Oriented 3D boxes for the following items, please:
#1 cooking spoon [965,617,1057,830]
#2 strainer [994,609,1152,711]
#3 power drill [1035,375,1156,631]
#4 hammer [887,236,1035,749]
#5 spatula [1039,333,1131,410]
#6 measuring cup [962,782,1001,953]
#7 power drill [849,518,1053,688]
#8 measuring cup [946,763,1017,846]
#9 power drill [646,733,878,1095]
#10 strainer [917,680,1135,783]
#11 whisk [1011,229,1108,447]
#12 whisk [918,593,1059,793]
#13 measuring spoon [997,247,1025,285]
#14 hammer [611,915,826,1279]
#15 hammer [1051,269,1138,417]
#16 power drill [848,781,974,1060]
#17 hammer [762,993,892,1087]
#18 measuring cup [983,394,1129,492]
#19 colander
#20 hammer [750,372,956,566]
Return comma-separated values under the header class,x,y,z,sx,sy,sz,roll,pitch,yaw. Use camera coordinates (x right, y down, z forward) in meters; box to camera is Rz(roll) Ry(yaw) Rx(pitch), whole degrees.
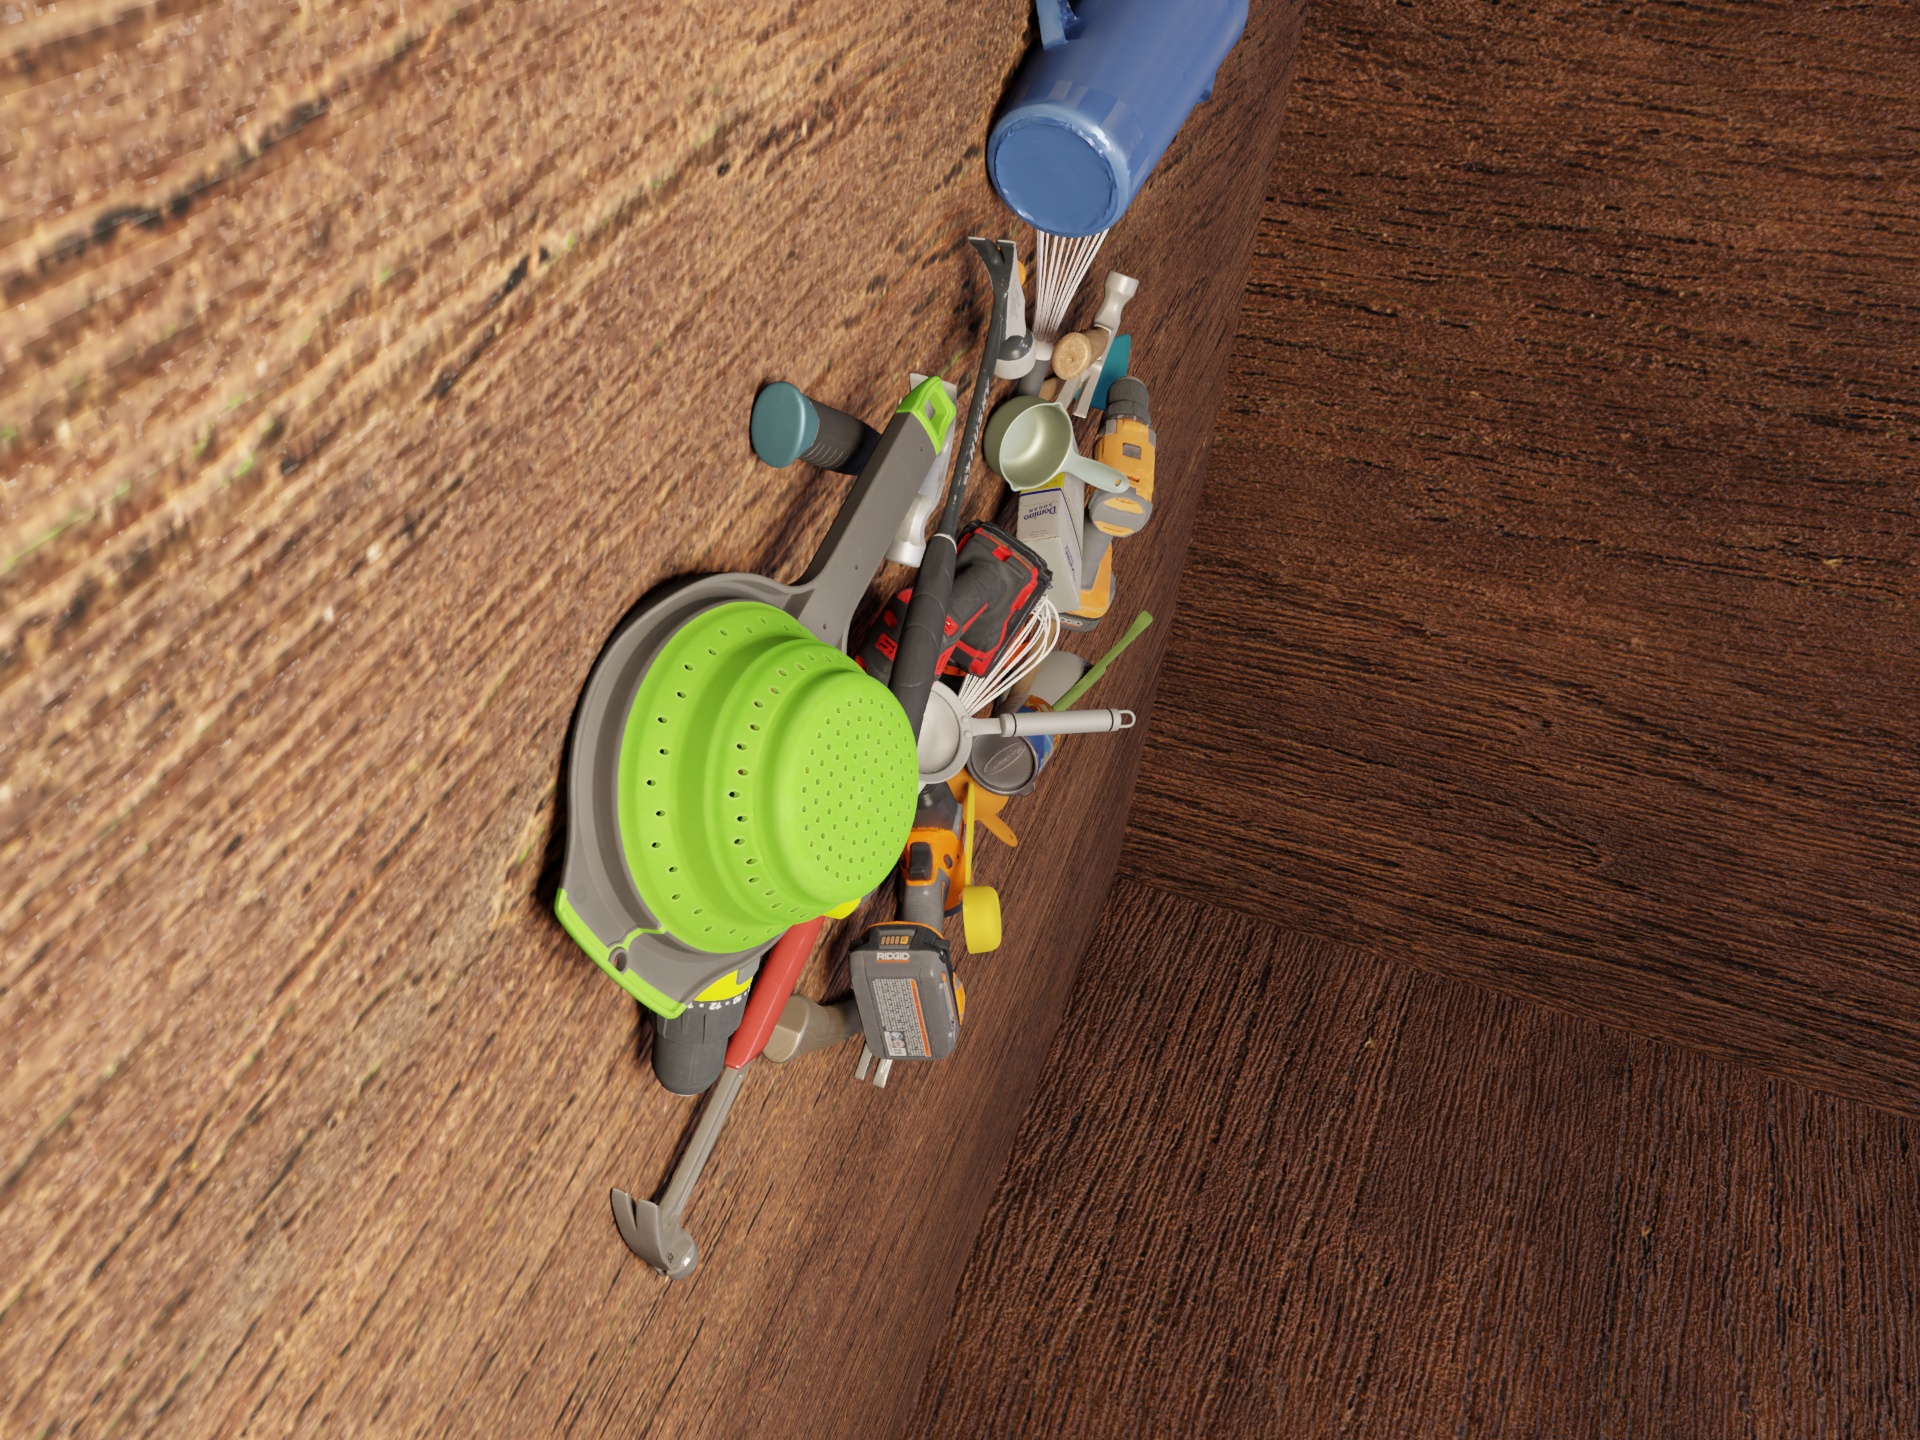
class,x,y,z,sx,sy,sz,roll,pitch,yaw
cooking spoon,0.026,0.039,1.539,0.069,0.017,0.318,-24,143,-60
strainer,0.108,-0.055,1.688,0.151,0.069,0.256,-41,176,-46
power drill,0.139,-0.221,1.609,0.226,0.084,0.186,113,-13,-54
hammer,-0.007,-0.126,1.021,0.149,0.036,0.409,77,23,-64
spatula,0.107,-0.324,1.534,0.317,0.044,0.082,-45,146,-66
measuring cup,0.019,0.123,1.362,0.062,0.029,0.157,75,14,-61
power drill,-0.023,-0.055,1.166,0.143,0.078,0.220,-57,174,32
measuring cup,0.030,0.069,1.485,0.173,0.052,0.095,45,35,-44
power drill,-0.118,0.100,0.959,0.228,0.080,0.190,-42,145,-64
strainer,0.028,0.006,1.269,0.050,0.258,0.087,149,-65,-62
whisk,0.073,-0.343,1.327,0.070,0.070,0.284,-56,164,-57
whisk,-0.002,-0.004,1.302,0.246,0.058,0.059,-53,-174,-1
measuring spoon,0.041,-0.353,1.248,0.117,0.011,0.021,-30,135,-74
hammer,-0.137,0.197,1.099,0.149,0.037,0.359,89,20,-56
hammer,0.106,-0.311,1.335,0.331,0.031,0.130,-61,172,-72
power drill,-0.036,0.151,1.336,0.227,0.084,0.164,-80,165,-50
hammer,-0.101,0.267,1.374,0.410,0.038,0.146,29,79,-78
measuring cup,0.085,-0.230,1.373,0.167,0.038,0.083,14,109,-46
colander,-0.056,-0.035,0.817,0.204,0.094,0.397,57,48,-43
hammer,-0.059,-0.164,0.978,0.331,0.033,0.128,-16,122,-77
